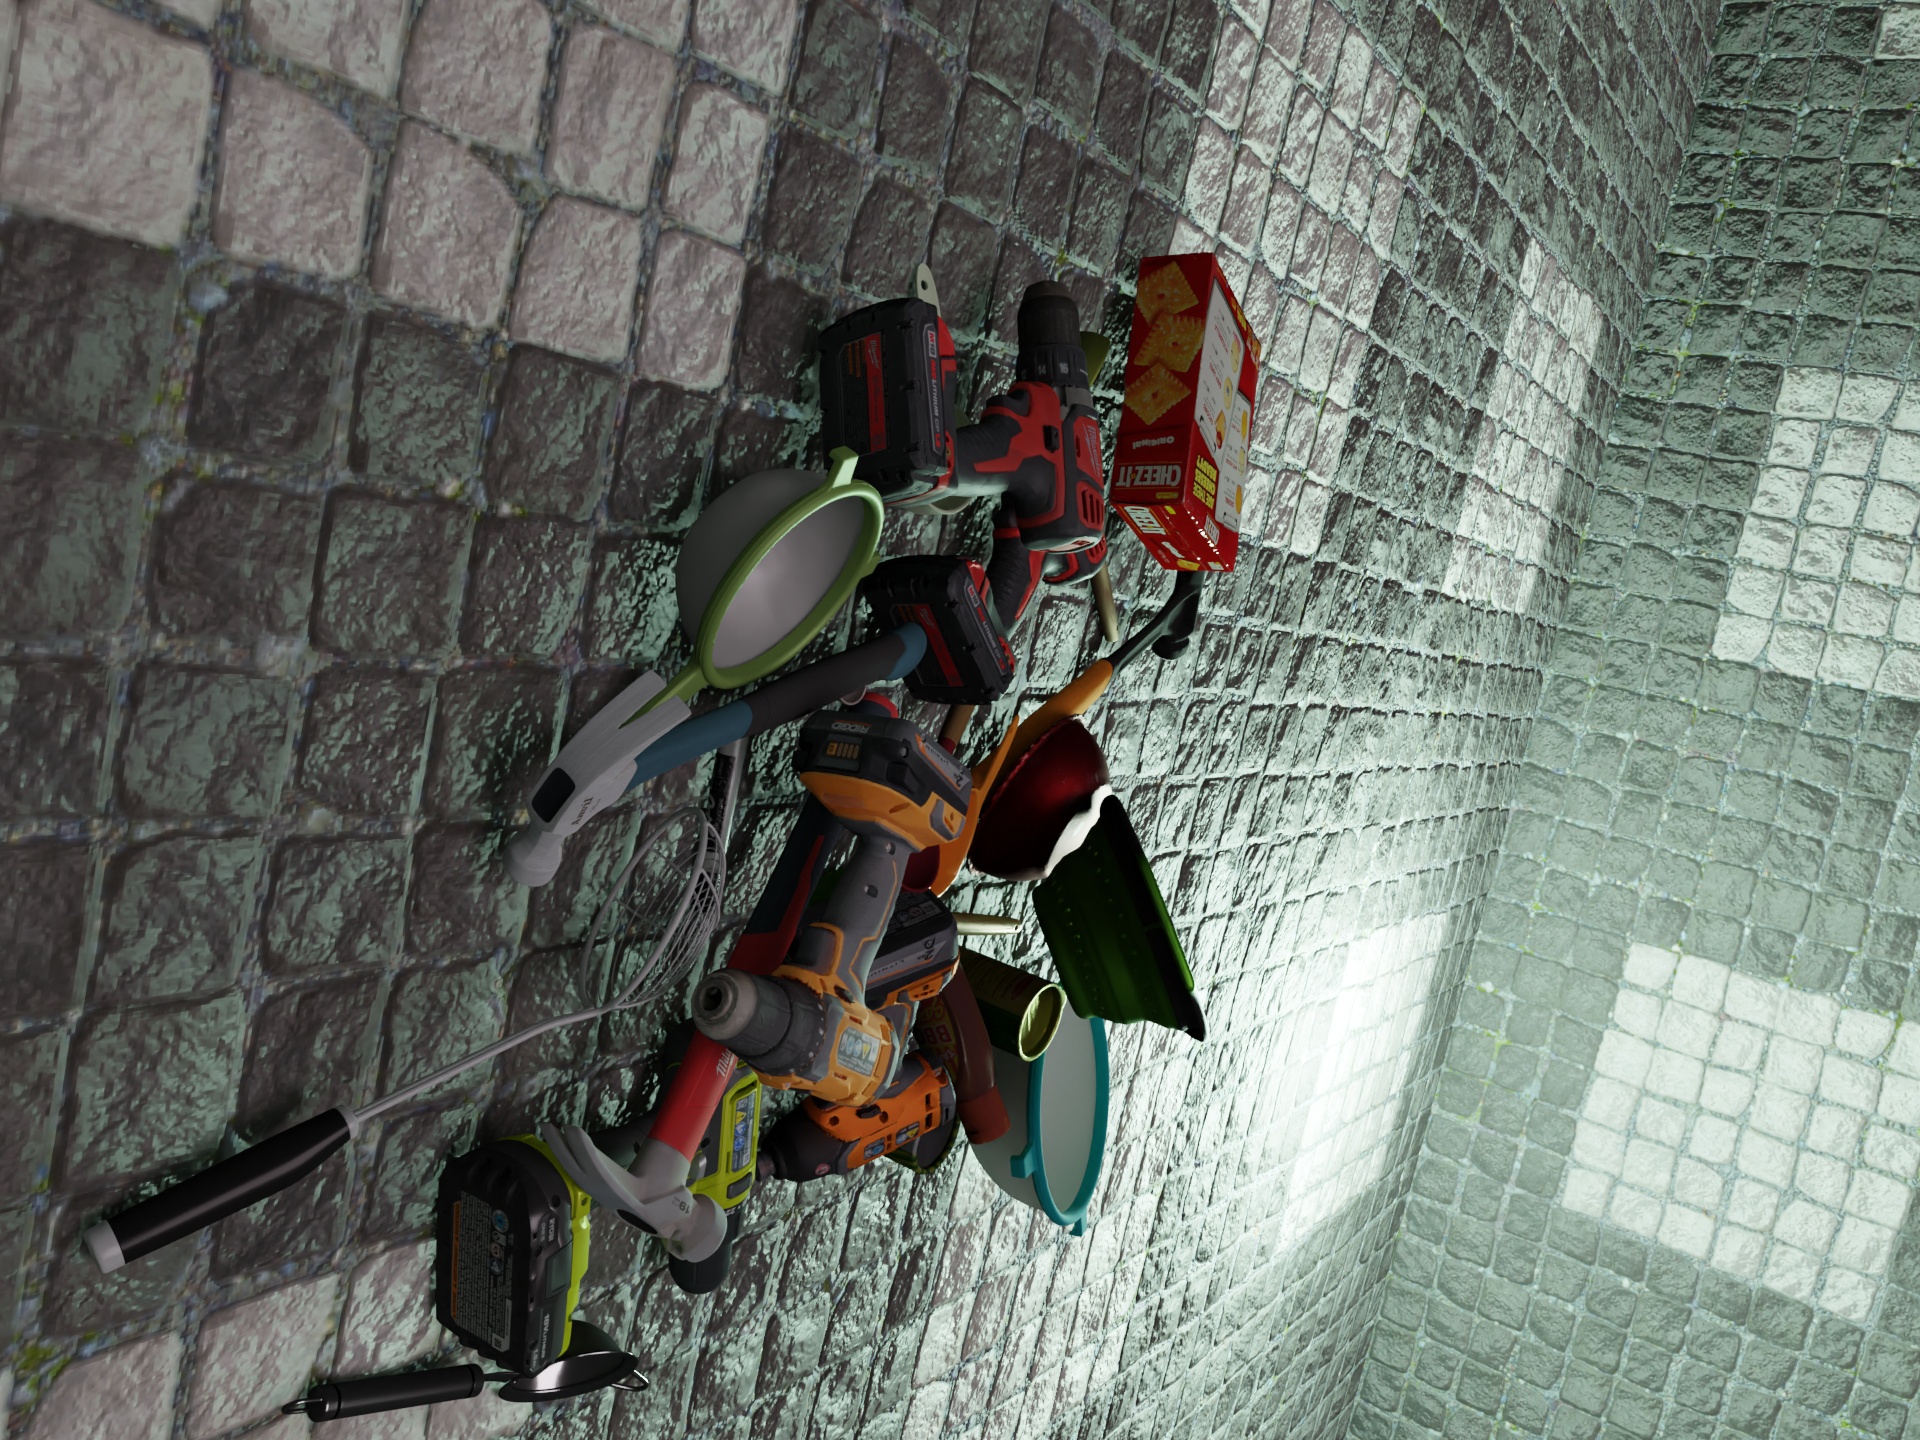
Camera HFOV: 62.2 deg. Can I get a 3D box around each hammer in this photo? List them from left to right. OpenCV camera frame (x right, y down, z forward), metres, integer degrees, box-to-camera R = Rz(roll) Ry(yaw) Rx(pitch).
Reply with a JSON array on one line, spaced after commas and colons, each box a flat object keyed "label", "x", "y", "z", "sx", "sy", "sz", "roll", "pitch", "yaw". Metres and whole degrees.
[{"label": "hammer", "x": -0.126, "y": -0.004, "z": 0.954, "sx": 0.331, "sy": 0.033, "sz": 0.128, "roll": -28, "pitch": 159, "yaw": -53}, {"label": "hammer", "x": -0.129, "y": 0.126, "z": 0.998, "sx": 0.143, "sy": 0.038, "sz": 0.387, "roll": 55, "pitch": 44, "yaw": -39}, {"label": "hammer", "x": 0.105, "y": -0.029, "z": 1.343, "sx": 0.337, "sy": 0.034, "sz": 0.127, "roll": -41, "pitch": 150, "yaw": -36}]

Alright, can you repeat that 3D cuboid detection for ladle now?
[{"label": "ladle", "x": -0.002, "y": -0.004, "z": 1.161, "sx": 0.069, "sy": 0.031, "sz": 0.316, "roll": 48, "pitch": 47, "yaw": -28}, {"label": "ladle", "x": 0.111, "y": -0.176, "z": 1.289, "sx": 0.319, "sy": 0.062, "sz": 0.078, "roll": 72, "pitch": 31, "yaw": -47}]

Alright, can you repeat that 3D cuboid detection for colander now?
[{"label": "colander", "x": 0.120, "y": 0.175, "z": 1.330, "sx": 0.397, "sy": 0.094, "sz": 0.204, "roll": 53, "pitch": 16, "yaw": -84}]

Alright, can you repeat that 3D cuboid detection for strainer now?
[{"label": "strainer", "x": -0.285, "y": 0.389, "z": 0.945, "sx": 0.087, "sy": 0.050, "sz": 0.258, "roll": -35, "pitch": 150, "yaw": 23}, {"label": "strainer", "x": -0.155, "y": -0.059, "z": 0.930, "sx": 0.256, "sy": 0.069, "sz": 0.151, "roll": -45, "pitch": 165, "yaw": -11}, {"label": "strainer", "x": 0.068, "y": 0.271, "z": 1.414, "sx": 0.210, "sy": 0.095, "sz": 0.341, "roll": 58, "pitch": 35, "yaw": -52}]

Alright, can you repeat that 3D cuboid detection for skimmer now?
[{"label": "skimmer", "x": -0.275, "y": 0.153, "z": 0.830, "sx": 0.363, "sy": 0.127, "sz": 0.090, "roll": -25, "pitch": 94, "yaw": -36}]

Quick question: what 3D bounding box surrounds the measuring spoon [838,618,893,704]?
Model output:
[{"label": "measuring spoon", "x": -0.060, "y": -0.054, "z": 1.120, "sx": 0.124, "sy": 0.018, "sz": 0.034, "roll": -52, "pitch": 131, "yaw": -42}]

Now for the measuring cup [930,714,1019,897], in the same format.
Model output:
[{"label": "measuring cup", "x": -0.009, "y": 0.053, "z": 1.206, "sx": 0.095, "sy": 0.052, "sz": 0.174, "roll": 89, "pitch": 25, "yaw": -51}]

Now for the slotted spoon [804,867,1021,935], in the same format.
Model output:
[{"label": "slotted spoon", "x": -0.026, "y": 0.158, "z": 1.256, "sx": 0.313, "sy": 0.031, "sz": 0.070, "roll": 16, "pitch": 92, "yaw": -60}]

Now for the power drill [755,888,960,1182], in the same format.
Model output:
[{"label": "power drill", "x": -0.080, "y": 0.233, "z": 1.132, "sx": 0.164, "sy": 0.084, "sz": 0.226, "roll": -20, "pitch": 131, "yaw": -29}]

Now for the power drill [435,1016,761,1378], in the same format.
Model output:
[{"label": "power drill", "x": -0.210, "y": 0.305, "z": 0.990, "sx": 0.228, "sy": 0.080, "sz": 0.190, "roll": -17, "pitch": 117, "yaw": -57}]

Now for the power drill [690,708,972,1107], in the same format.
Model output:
[{"label": "power drill", "x": -0.078, "y": 0.109, "z": 0.955, "sx": 0.185, "sy": 0.084, "sz": 0.226, "roll": 42, "pitch": 59, "yaw": -58}]

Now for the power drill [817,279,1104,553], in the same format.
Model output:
[{"label": "power drill", "x": 0.013, "y": -0.212, "z": 1.038, "sx": 0.226, "sy": 0.080, "sz": 0.188, "roll": 3, "pitch": 82, "yaw": -50}]

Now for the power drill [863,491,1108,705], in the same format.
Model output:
[{"label": "power drill", "x": 0.028, "y": -0.123, "z": 1.153, "sx": 0.220, "sy": 0.078, "sz": 0.143, "roll": -53, "pitch": 131, "yaw": -39}]

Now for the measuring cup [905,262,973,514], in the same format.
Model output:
[{"label": "measuring cup", "x": -0.028, "y": -0.222, "z": 1.077, "sx": 0.083, "sy": 0.038, "sz": 0.167, "roll": -11, "pitch": 96, "yaw": -49}]
